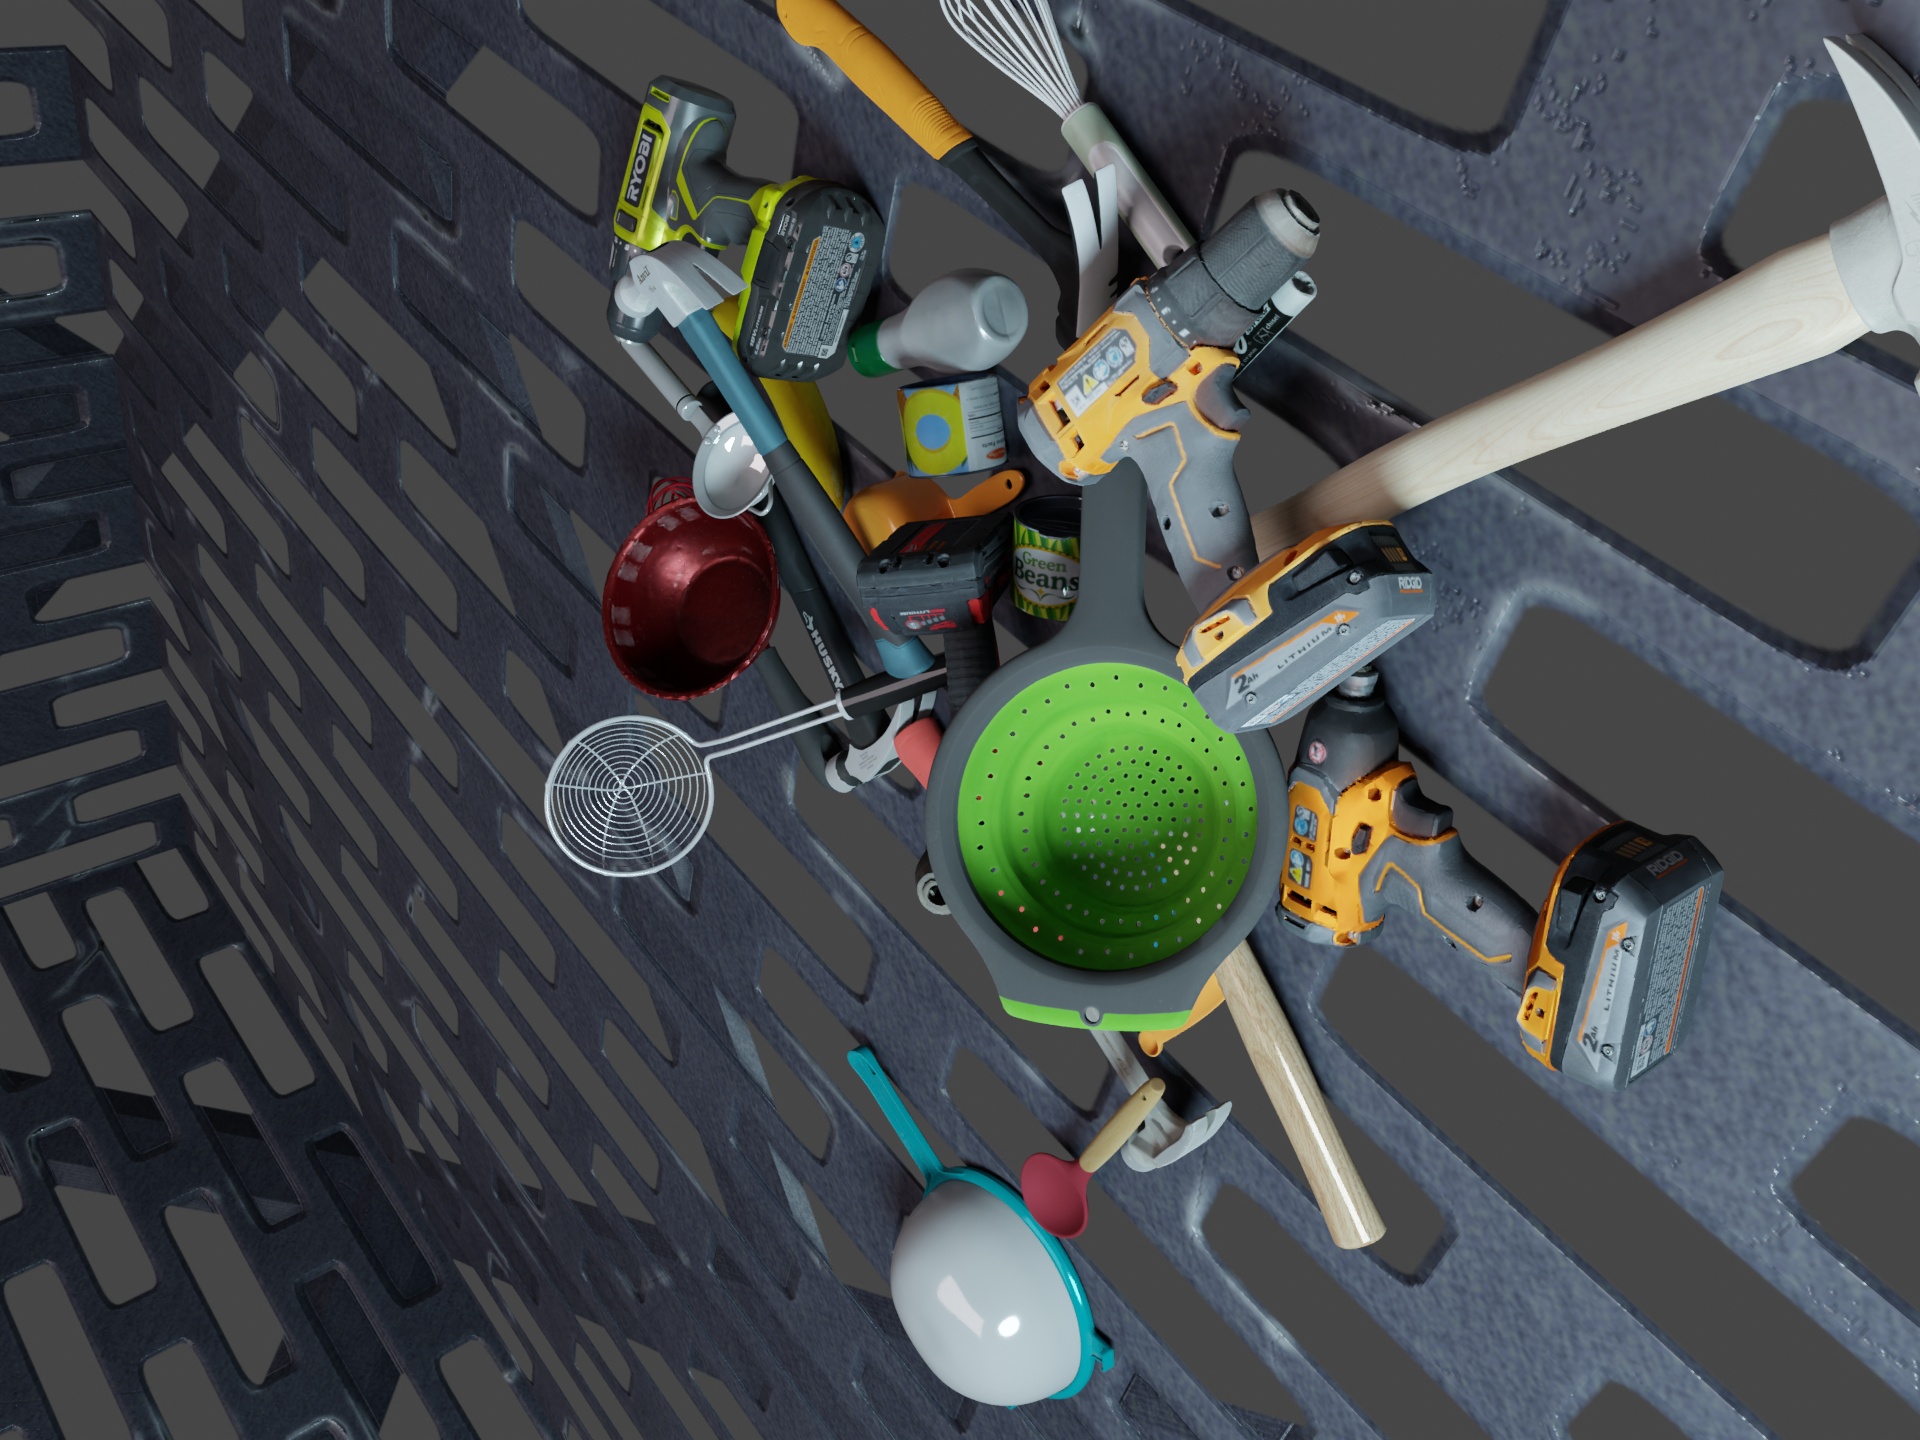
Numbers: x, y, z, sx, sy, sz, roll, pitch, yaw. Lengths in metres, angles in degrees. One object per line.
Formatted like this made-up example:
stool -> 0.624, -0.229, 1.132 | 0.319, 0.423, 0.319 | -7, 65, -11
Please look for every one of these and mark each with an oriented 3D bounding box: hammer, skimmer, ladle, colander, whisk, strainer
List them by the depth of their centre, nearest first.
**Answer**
hammer -> 0.255, -0.146, 0.746 | 0.410, 0.038, 0.146 | -23, 88, 54
whisk -> 0.062, -0.341, 0.884 | 0.058, 0.059, 0.246 | -37, 81, 24
colander -> 0.093, -0.026, 0.920 | 0.204, 0.094, 0.397 | 1, 86, 18
hammer -> -0.016, -0.361, 0.956 | 0.337, 0.034, 0.127 | 51, 164, 26
hammer -> 0.183, 0.173, 0.987 | 0.130, 0.031, 0.331 | -24, 92, 40
hammer -> -0.117, -0.171, 1.069 | 0.331, 0.033, 0.128 | 58, 155, -11
hammer -> 0.060, 0.146, 1.121 | 0.359, 0.036, 0.149 | 57, 157, 17
ladle -> 0.096, 0.307, 1.131 | 0.069, 0.031, 0.315 | 53, 154, 19
skimmer -> -0.143, 0.020, 1.164 | 0.363, 0.090, 0.127 | -19, 110, 27
strainer -> -0.202, -0.236, 1.222 | 0.087, 0.050, 0.259 | -48, 63, 15
hammer -> -0.125, -0.114, 1.240 | 0.146, 0.035, 0.335 | -33, 81, 54
whisk -> -0.173, -0.071, 1.305 | 0.296, 0.073, 0.073 | 59, 143, 3
strainer -> -0.027, 0.438, 1.344 | 0.340, 0.095, 0.211 | 56, 142, 14

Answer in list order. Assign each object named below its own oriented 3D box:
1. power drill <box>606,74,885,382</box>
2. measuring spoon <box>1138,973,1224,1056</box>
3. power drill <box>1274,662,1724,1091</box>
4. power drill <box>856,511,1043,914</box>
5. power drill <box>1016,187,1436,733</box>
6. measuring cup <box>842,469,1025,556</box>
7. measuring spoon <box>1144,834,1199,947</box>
power drill -> -0.169, -0.329, 1.126 | 0.229, 0.080, 0.190 | 38, 119, 34
measuring spoon -> 0.154, 0.195, 1.069 | 0.021, 0.011, 0.117 | 55, 138, 18
power drill -> 0.260, 0.070, 0.814 | 0.227, 0.084, 0.164 | 28, 128, 46
power drill -> -0.002, -0.003, 1.014 | 0.080, 0.188, 0.226 | -4, 111, 18
power drill -> 0.144, -0.131, 0.793 | 0.185, 0.084, 0.226 | -40, 70, 34
measuring cup -> -0.023, -0.134, 1.085 | 0.173, 0.052, 0.095 | -20, 92, 56
measuring spoon -> 0.128, 0.114, 1.046 | 0.042, 0.021, 0.128 | 33, 129, 38
